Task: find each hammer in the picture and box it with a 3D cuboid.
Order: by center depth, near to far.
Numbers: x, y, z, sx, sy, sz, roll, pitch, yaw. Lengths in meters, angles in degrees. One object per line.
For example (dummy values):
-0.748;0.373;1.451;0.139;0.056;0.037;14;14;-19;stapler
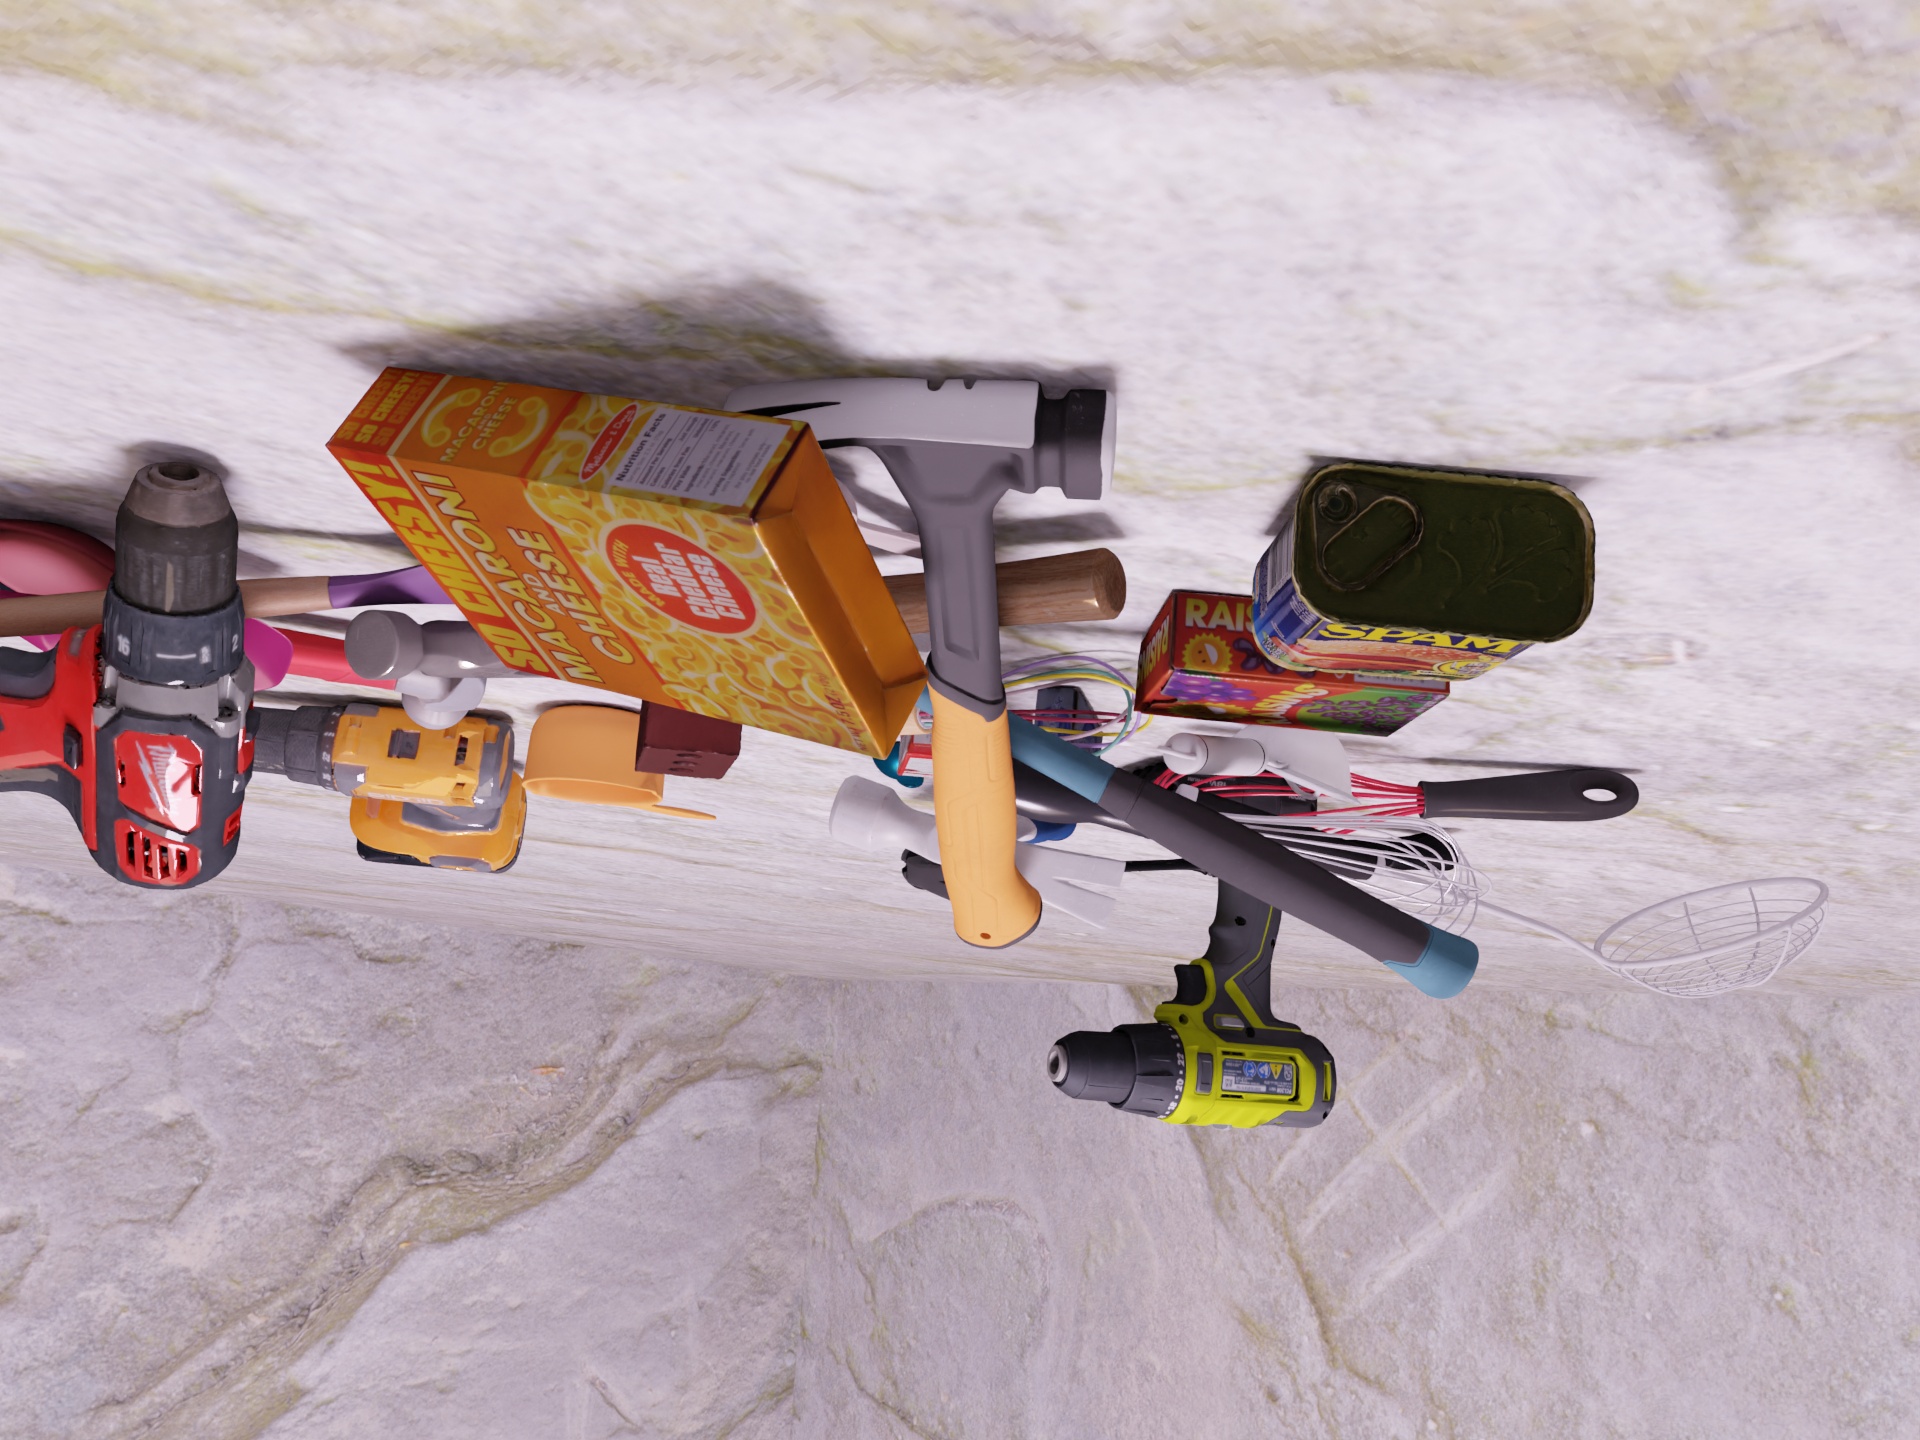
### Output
-0.005;0.000;0.623;0.127;0.034;0.336;3;145;7;hammer
-0.090;-0.042;0.677;0.331;0.031;0.130;-4;179;24;hammer
0.079;0.036;0.730;0.331;0.033;0.128;28;171;6;hammer
-0.430;-0.054;0.779;0.386;0.038;0.143;10;165;-22;hammer
0.037;0.068;0.957;0.144;0.035;0.405;18;-178;9;hammer
0.167;0.104;1.158;0.409;0.036;0.149;-2;-179;-9;hammer

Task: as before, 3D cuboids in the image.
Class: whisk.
0.144;0.061;0.829;0.284;0.070;0.070;14;165;-9;whisk
0.000;-0.001;0.863;0.245;0.051;0.047;-3;171;41;whisk
0.260;0.048;0.964;0.296;0.073;0.073;-2;167;4;whisk

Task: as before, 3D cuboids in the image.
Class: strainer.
0.151;0.018;0.811;0.087;0.050;0.258;24;-171;26;strainer

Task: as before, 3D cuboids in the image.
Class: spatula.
-0.297;-0.054;0.684;0.316;0.018;0.059;-5;166;-7;spatula

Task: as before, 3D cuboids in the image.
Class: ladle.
-0.473;-0.099;0.622;0.069;0.031;0.315;-14;157;34;ladle

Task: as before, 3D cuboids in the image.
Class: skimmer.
0.304;0.076;0.911;0.363;0.090;0.127;19;-179;0;skimmer

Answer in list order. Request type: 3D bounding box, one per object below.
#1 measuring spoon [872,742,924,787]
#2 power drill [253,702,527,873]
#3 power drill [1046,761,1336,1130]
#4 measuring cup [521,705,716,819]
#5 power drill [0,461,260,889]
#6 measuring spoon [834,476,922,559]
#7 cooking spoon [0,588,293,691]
-0.037;0.039;1.086;0.042;0.021;0.128;4;166;3;measuring spoon
-0.396;0.043;1.100;0.185;0.084;0.226;6;162;-7;power drill
0.150;0.146;1.027;0.190;0.229;0.080;9;166;-21;power drill
-0.211;0.030;1.044;0.095;0.052;0.173;-3;167;27;measuring cup
-0.397;-0.027;0.627;0.226;0.187;0.080;8;-150;-17;power drill
-0.028;-0.077;0.614;0.034;0.018;0.124;-3;172;36;measuring spoon
-0.451;-0.058;0.671;0.318;0.017;0.068;13;138;-29;cooking spoon
